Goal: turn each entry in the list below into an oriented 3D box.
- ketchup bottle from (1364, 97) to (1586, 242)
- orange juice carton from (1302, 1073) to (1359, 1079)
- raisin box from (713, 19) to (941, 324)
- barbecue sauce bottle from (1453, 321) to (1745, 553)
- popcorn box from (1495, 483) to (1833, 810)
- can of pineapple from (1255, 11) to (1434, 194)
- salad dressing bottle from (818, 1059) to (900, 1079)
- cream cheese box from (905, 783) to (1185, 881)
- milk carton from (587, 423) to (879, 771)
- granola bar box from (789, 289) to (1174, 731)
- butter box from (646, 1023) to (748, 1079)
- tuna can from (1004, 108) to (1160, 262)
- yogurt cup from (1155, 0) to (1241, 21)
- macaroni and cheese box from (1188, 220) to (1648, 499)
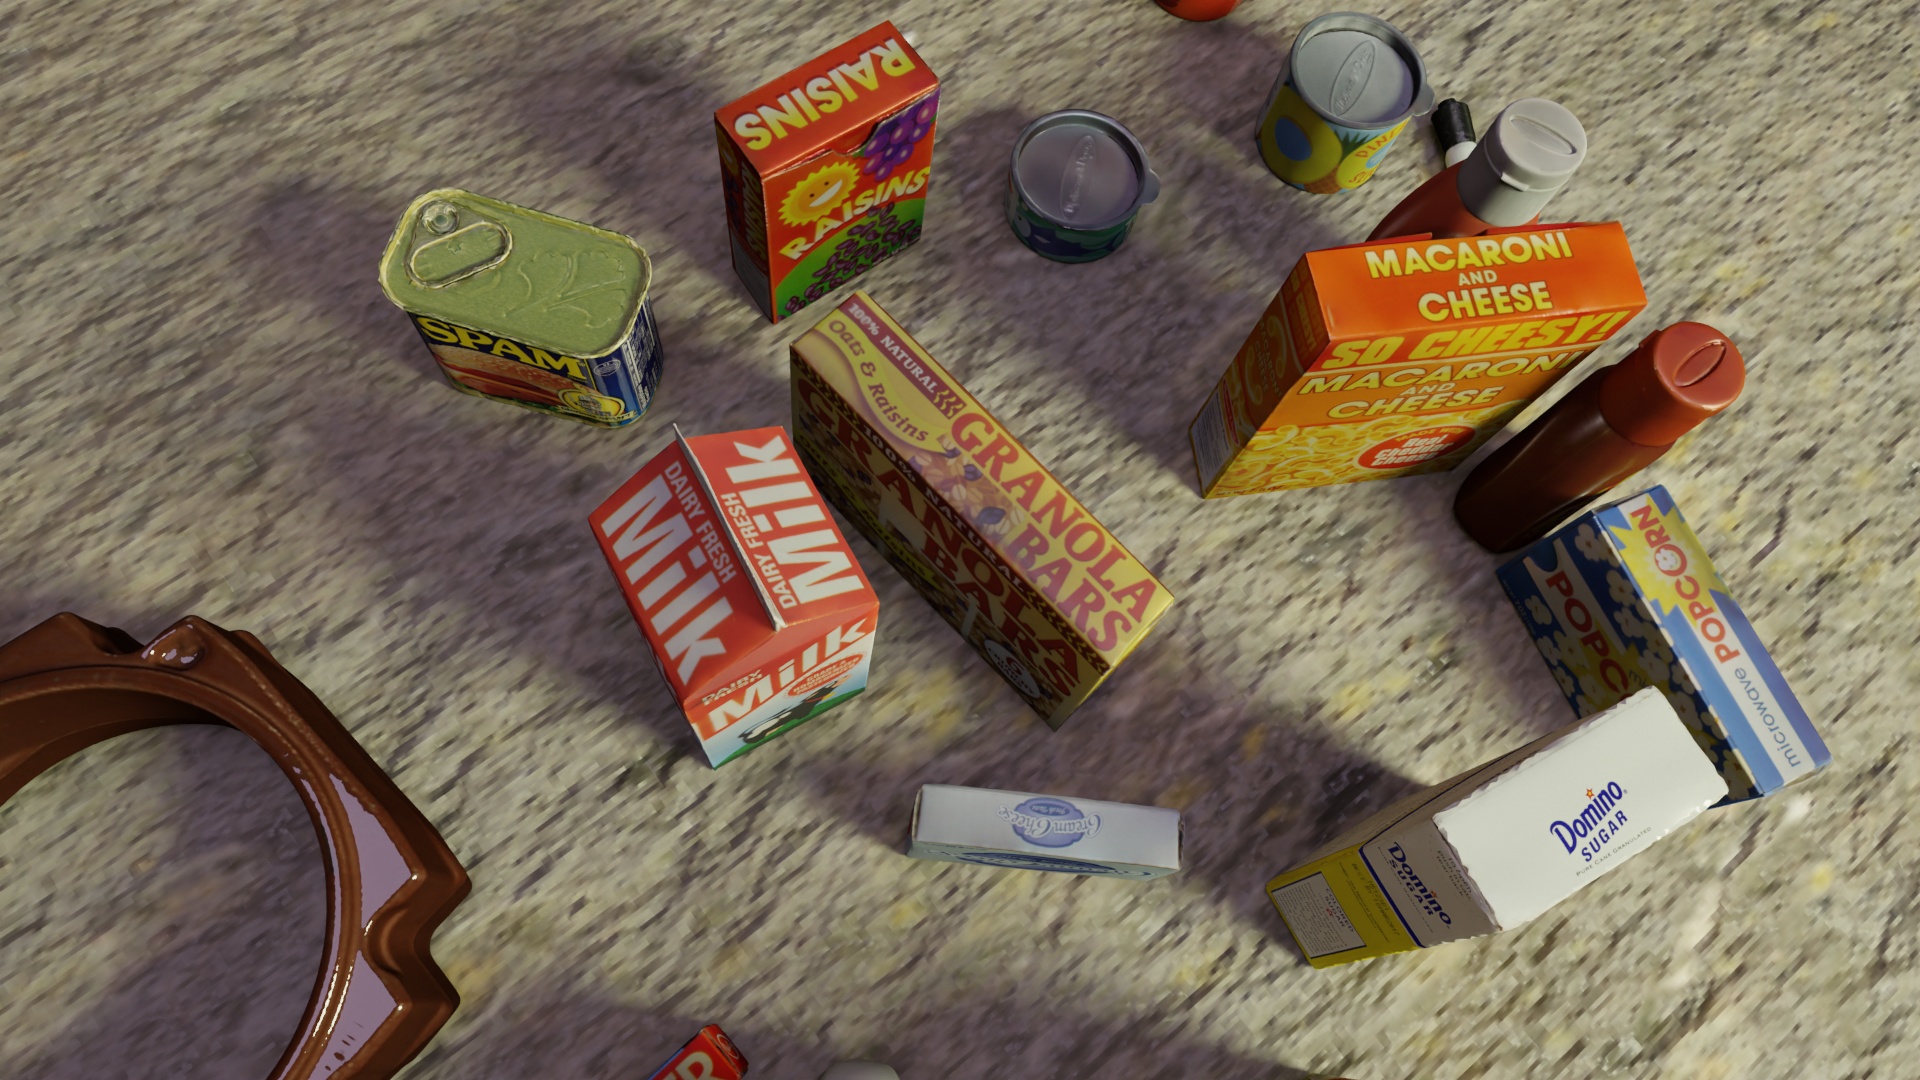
[{"bbox_3d":[0.216,-0.132,0.602,0.065,0.148,0.044,30,72,5],"label":"ketchup bottle"},{"bbox_3d":[0.137,0.227,0.448,0.072,0.192,0.073,-27,76,-14],"label":"orange juice carton"},{"bbox_3d":[-0.057,-0.153,0.595,0.086,0.123,0.040,-32,78,-15],"label":"raisin box"},{"bbox_3d":[0.262,-0.042,0.576,0.065,0.148,0.044,-36,79,-15],"label":"barbecue sauce bottle"},{"bbox_3d":[0.289,0.050,0.581,0.038,0.085,0.127,-22,75,-12],"label":"popcorn box"},{"bbox_3d":[0.184,-0.209,0.673,0.071,0.057,0.071,2,71,-5],"label":"can of pineapple"},{"bbox_3d":[-0.034,0.208,0.461,0.044,0.147,0.064,5,71,-4],"label":"salad dressing bottle"},{"bbox_3d":[0.031,0.116,0.549,0.104,0.053,0.024,7,71,-3],"label":"cream cheese box"},{"bbox_3d":[-0.078,0.022,0.497,0.073,0.190,0.072,-27,76,-13],"label":"milk carton"},{"bbox_3d":[0.002,-0.007,0.550,0.039,0.123,0.166,-42,80,-16],"label":"granola bar box"},{"bbox_3d":[-0.122,0.219,0.498,0.104,0.053,0.024,-41,80,-17],"label":"butter box"},{"bbox_3d":[0.057,-0.167,0.659,0.071,0.032,0.071,2,71,-5],"label":"tuna can"},{"bbox_3d":[0.125,-0.301,0.701,0.072,0.053,0.072,2,71,-5],"label":"yogurt cup"},{"bbox_3d":[0.174,-0.068,0.566,0.124,0.166,0.040,-7,73,-8],"label":"macaroni and cheese box"}]
